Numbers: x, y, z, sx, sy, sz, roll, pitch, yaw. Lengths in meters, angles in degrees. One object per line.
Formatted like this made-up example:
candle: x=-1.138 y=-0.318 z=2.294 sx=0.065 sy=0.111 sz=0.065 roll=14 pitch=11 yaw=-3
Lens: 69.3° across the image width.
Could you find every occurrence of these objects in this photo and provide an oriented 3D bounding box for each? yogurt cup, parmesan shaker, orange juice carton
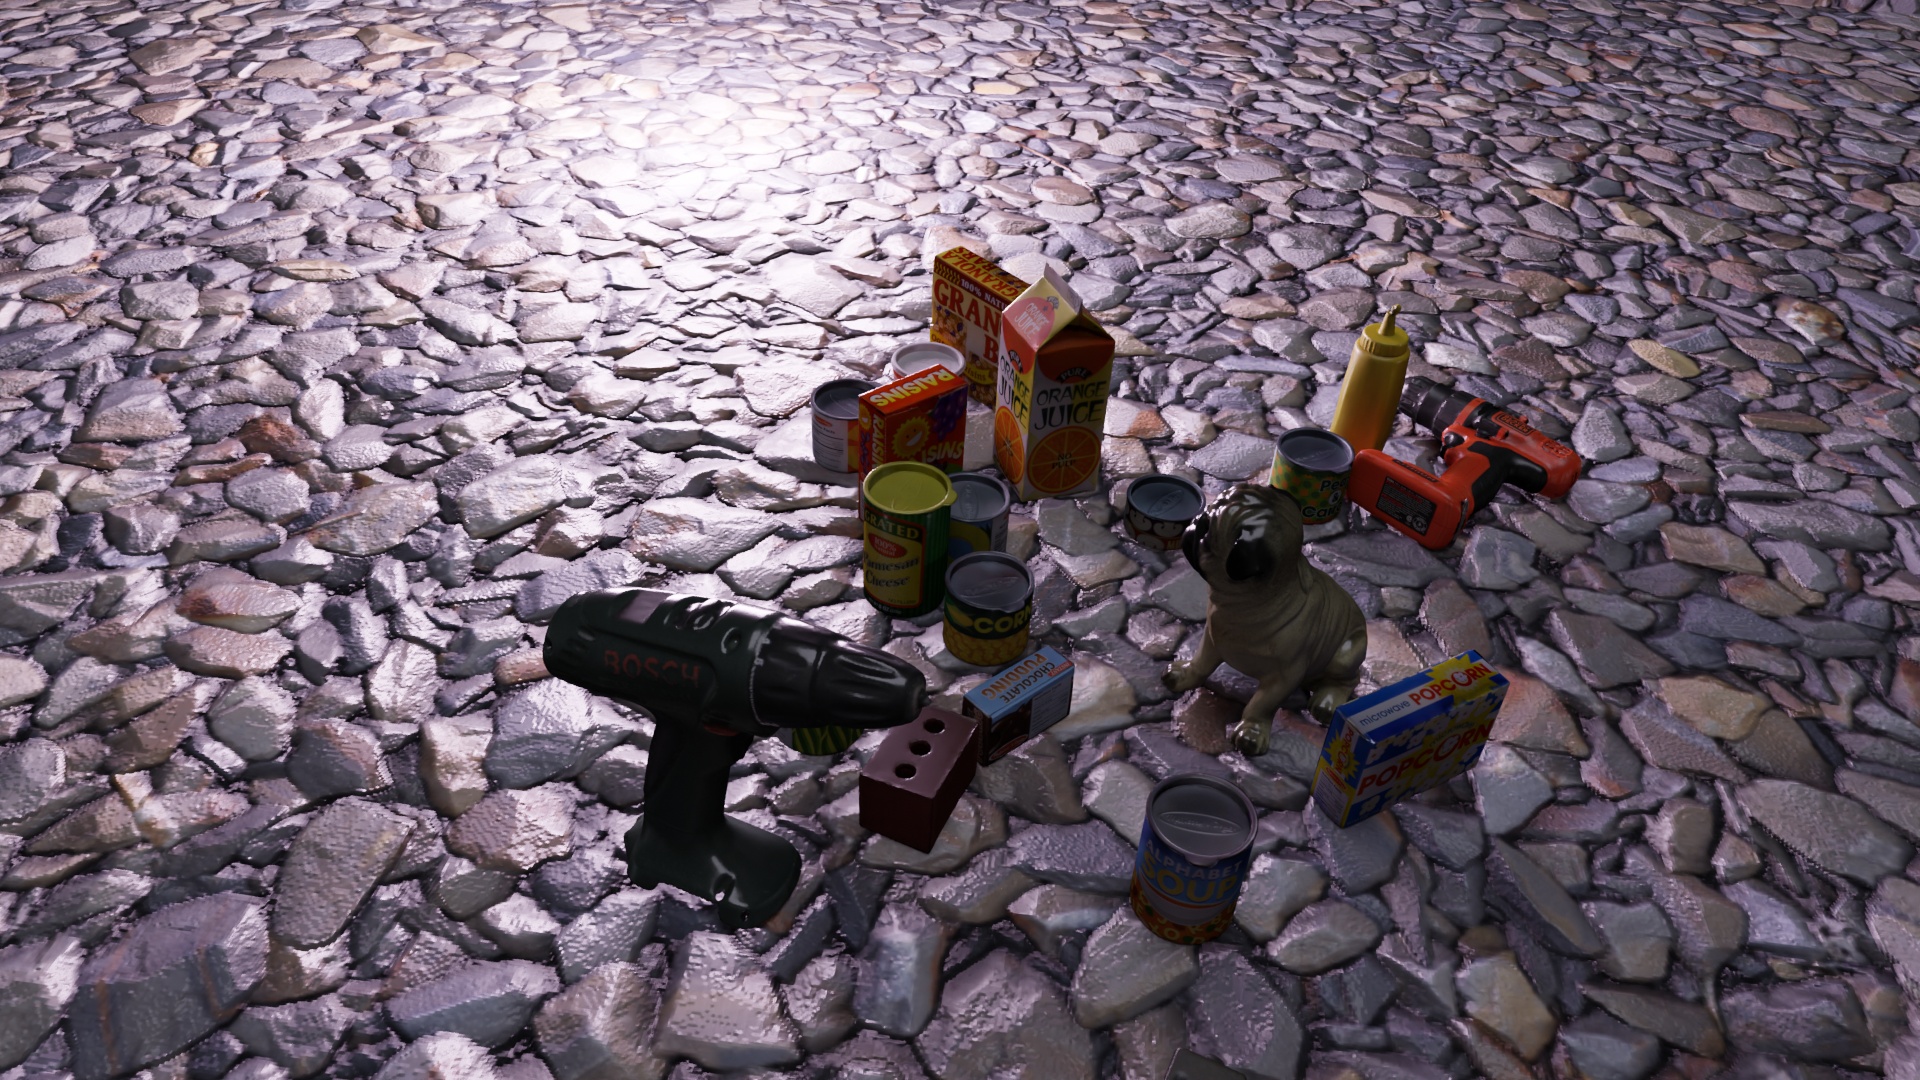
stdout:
yogurt cup: x=-0.030 y=-0.144 z=1.280 sx=0.072 sy=0.053 sz=0.073 roll=2 pitch=38 yaw=-2
parmesan shaker: x=-0.039 y=0.001 z=1.054 sx=0.071 sy=0.102 sz=0.072 roll=2 pitch=38 yaw=-2
orange juice carton: x=0.077 y=-0.133 z=1.162 sx=0.073 sy=0.191 sz=0.072 roll=-11 pitch=40 yaw=-18

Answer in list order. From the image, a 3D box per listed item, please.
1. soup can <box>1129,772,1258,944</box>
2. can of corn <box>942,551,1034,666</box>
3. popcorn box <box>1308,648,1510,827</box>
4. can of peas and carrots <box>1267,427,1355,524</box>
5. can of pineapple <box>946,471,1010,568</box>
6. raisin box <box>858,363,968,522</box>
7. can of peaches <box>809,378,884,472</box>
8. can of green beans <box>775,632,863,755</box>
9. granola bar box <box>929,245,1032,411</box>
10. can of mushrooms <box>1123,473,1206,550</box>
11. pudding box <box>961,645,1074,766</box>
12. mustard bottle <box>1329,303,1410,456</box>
soup can: x=0.139 y=0.194 z=0.837 sx=0.071 sy=0.083 sz=0.072 roll=2 pitch=38 yaw=-2
can of corn: x=0.021 y=0.052 z=1.030 sx=0.071 sy=0.058 sz=0.071 roll=2 pitch=38 yaw=-2
popcorn box: x=0.299 y=0.132 z=0.929 sx=0.127 sy=0.084 sz=0.038 roll=-17 pitch=43 yaw=-25
can of peas and carrots: x=0.300 y=-0.054 z=1.188 sx=0.071 sy=0.058 sz=0.071 roll=2 pitch=38 yaw=-2
can of pineapple: x=0.004 y=-0.014 z=1.113 sx=0.071 sy=0.057 sz=0.071 roll=2 pitch=38 yaw=-2
raisin box: x=-0.040 y=-0.072 z=1.132 sx=0.086 sy=0.122 sz=0.040 roll=-25 pitch=46 yaw=-32
can of peaches: x=-0.096 y=-0.101 z=1.217 sx=0.071 sy=0.057 sz=0.071 roll=2 pitch=38 yaw=-2
can of green beans: x=-0.097 y=0.105 z=0.954 sx=0.071 sy=0.057 sz=0.071 roll=2 pitch=38 yaw=-2
granola bar box: x=0.038 y=-0.181 z=1.276 sx=0.039 sy=0.123 sz=0.166 roll=-26 pitch=47 yaw=-33
can of mushrooms: x=0.172 y=-0.023 z=1.158 sx=0.071 sy=0.033 sz=0.071 roll=2 pitch=38 yaw=-2
pudding box: x=0.040 y=0.113 z=0.960 sx=0.084 sy=0.049 sz=0.030 roll=-27 pitch=47 yaw=-33
mustard bottle: x=0.363 y=-0.140 z=1.220 sx=0.049 sy=0.159 sz=0.065 roll=23 pitch=42 yaw=24
